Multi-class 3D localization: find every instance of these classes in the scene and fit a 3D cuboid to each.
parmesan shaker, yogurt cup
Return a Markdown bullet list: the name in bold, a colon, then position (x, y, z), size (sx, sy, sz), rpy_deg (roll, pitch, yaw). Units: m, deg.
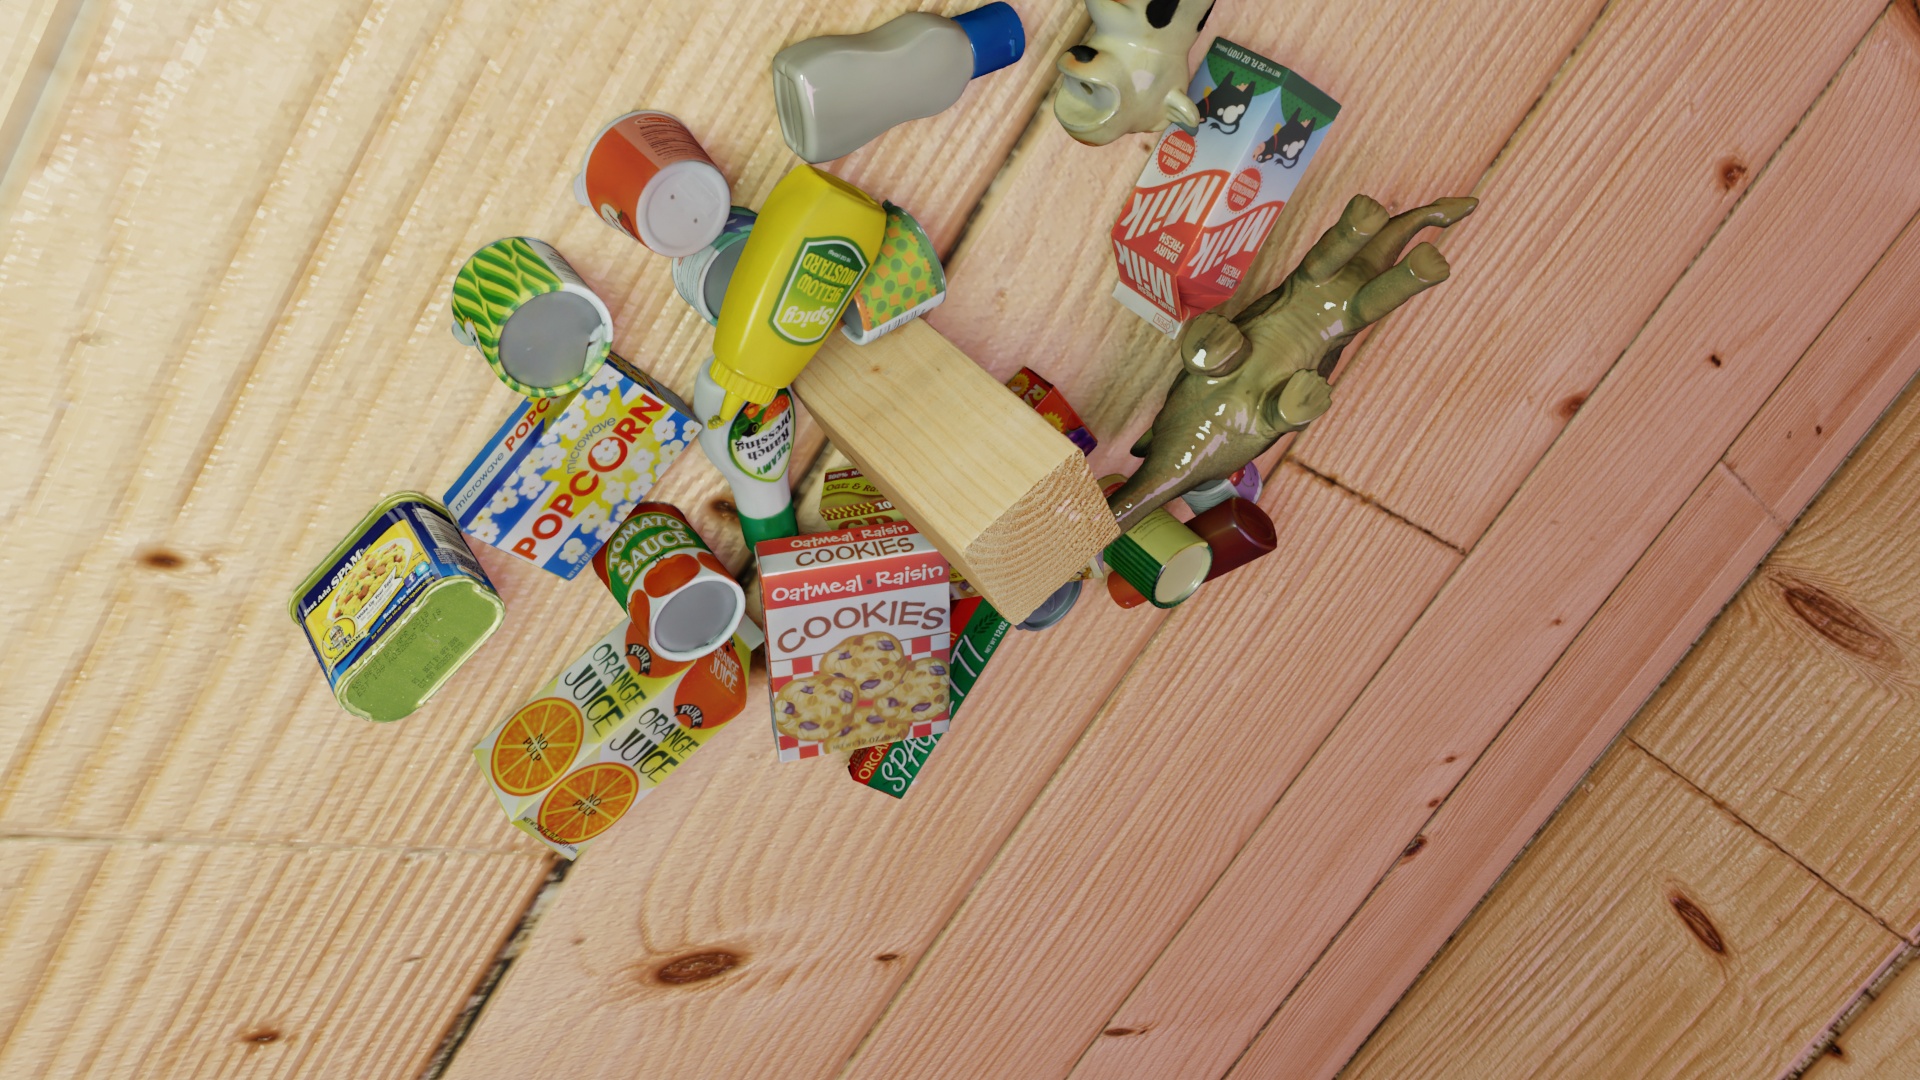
- **parmesan shaker**: position (0.144, 0.002, 1.127), size (0.071, 0.103, 0.071), rpy_deg (-24, 137, -25)
- **yogurt cup**: position (-0.156, -0.184, 0.728), size (0.072, 0.054, 0.072), rpy_deg (-25, 137, -26)

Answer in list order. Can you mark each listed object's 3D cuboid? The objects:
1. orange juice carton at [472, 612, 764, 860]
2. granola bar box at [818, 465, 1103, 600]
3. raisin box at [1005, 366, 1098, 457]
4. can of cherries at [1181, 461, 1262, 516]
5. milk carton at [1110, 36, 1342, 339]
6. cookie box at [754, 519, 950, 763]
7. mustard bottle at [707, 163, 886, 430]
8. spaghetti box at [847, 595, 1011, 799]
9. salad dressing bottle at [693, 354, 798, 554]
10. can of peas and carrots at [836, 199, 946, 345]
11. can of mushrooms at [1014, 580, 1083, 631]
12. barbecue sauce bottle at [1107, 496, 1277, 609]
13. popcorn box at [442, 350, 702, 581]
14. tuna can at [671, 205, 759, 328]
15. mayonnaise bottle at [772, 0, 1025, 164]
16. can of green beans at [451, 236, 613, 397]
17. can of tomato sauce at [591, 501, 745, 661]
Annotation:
- **orange juice carton**: position (-0.215, 0.111, 0.918), size (0.193, 0.073, 0.071), rpy_deg (-41, 141, -7)
- **granola bar box**: position (0.003, -0.012, 0.957), size (0.165, 0.039, 0.123), rpy_deg (-9, 141, 18)
- **raisin box**: position (0.035, -0.056, 1.027), size (0.123, 0.040, 0.086), rpy_deg (-47, 141, 0)
- **can of cherries**: position (0.213, -0.057, 1.173), size (0.071, 0.072, 0.058), rpy_deg (-48, 141, 2)
- **milk carton**: position (0.173, -0.239, 0.967), size (0.073, 0.072, 0.190), rpy_deg (9, 117, -47)
- **cookie box**: position (-0.071, 0.068, 0.942), size (0.123, 0.040, 0.166), rpy_deg (-9, 127, -12)
- **mustard bottle**: position (-0.101, -0.127, 0.776), size (0.065, 0.049, 0.159), rpy_deg (12, 114, -45)
- **spaghetti box**: position (-0.011, 0.099, 1.115), size (0.050, 0.029, 0.249), rpy_deg (26, 106, -19)
- **salad dressing bottle**: position (-0.129, -0.052, 0.876), size (0.064, 0.044, 0.146), rpy_deg (-40, 146, -29)
- **can of peas and carrots**: position (-0.051, -0.161, 0.836), size (0.059, 0.071, 0.070), rpy_deg (-31, 139, -17)
- **can of mushrooms**: position (0.063, 0.041, 1.143), size (0.071, 0.033, 0.070), rpy_deg (-25, 138, -25)
- **barbecue sauce bottle**: position (0.190, 0.015, 1.175), size (0.065, 0.044, 0.148), rpy_deg (25, 139, -36)
- **popcorn box**: position (-0.223, -0.045, 0.801), size (0.126, 0.038, 0.085), rpy_deg (-49, 141, 4)
- **tuna can**: position (-0.126, -0.155, 0.798), size (0.071, 0.033, 0.070), rpy_deg (-24, 137, -25)
- **mayonnaise bottle**: position (-0.032, -0.265, 0.782), size (0.148, 0.041, 0.064), rpy_deg (-28, 140, -23)
- **can of green beans**: position (-0.223, -0.116, 0.723), size (0.071, 0.058, 0.071), rpy_deg (-24, 137, -25)
- **can of tomato sauce**: position (-0.182, 0.024, 0.863), size (0.071, 0.083, 0.070), rpy_deg (-25, 137, -25)
